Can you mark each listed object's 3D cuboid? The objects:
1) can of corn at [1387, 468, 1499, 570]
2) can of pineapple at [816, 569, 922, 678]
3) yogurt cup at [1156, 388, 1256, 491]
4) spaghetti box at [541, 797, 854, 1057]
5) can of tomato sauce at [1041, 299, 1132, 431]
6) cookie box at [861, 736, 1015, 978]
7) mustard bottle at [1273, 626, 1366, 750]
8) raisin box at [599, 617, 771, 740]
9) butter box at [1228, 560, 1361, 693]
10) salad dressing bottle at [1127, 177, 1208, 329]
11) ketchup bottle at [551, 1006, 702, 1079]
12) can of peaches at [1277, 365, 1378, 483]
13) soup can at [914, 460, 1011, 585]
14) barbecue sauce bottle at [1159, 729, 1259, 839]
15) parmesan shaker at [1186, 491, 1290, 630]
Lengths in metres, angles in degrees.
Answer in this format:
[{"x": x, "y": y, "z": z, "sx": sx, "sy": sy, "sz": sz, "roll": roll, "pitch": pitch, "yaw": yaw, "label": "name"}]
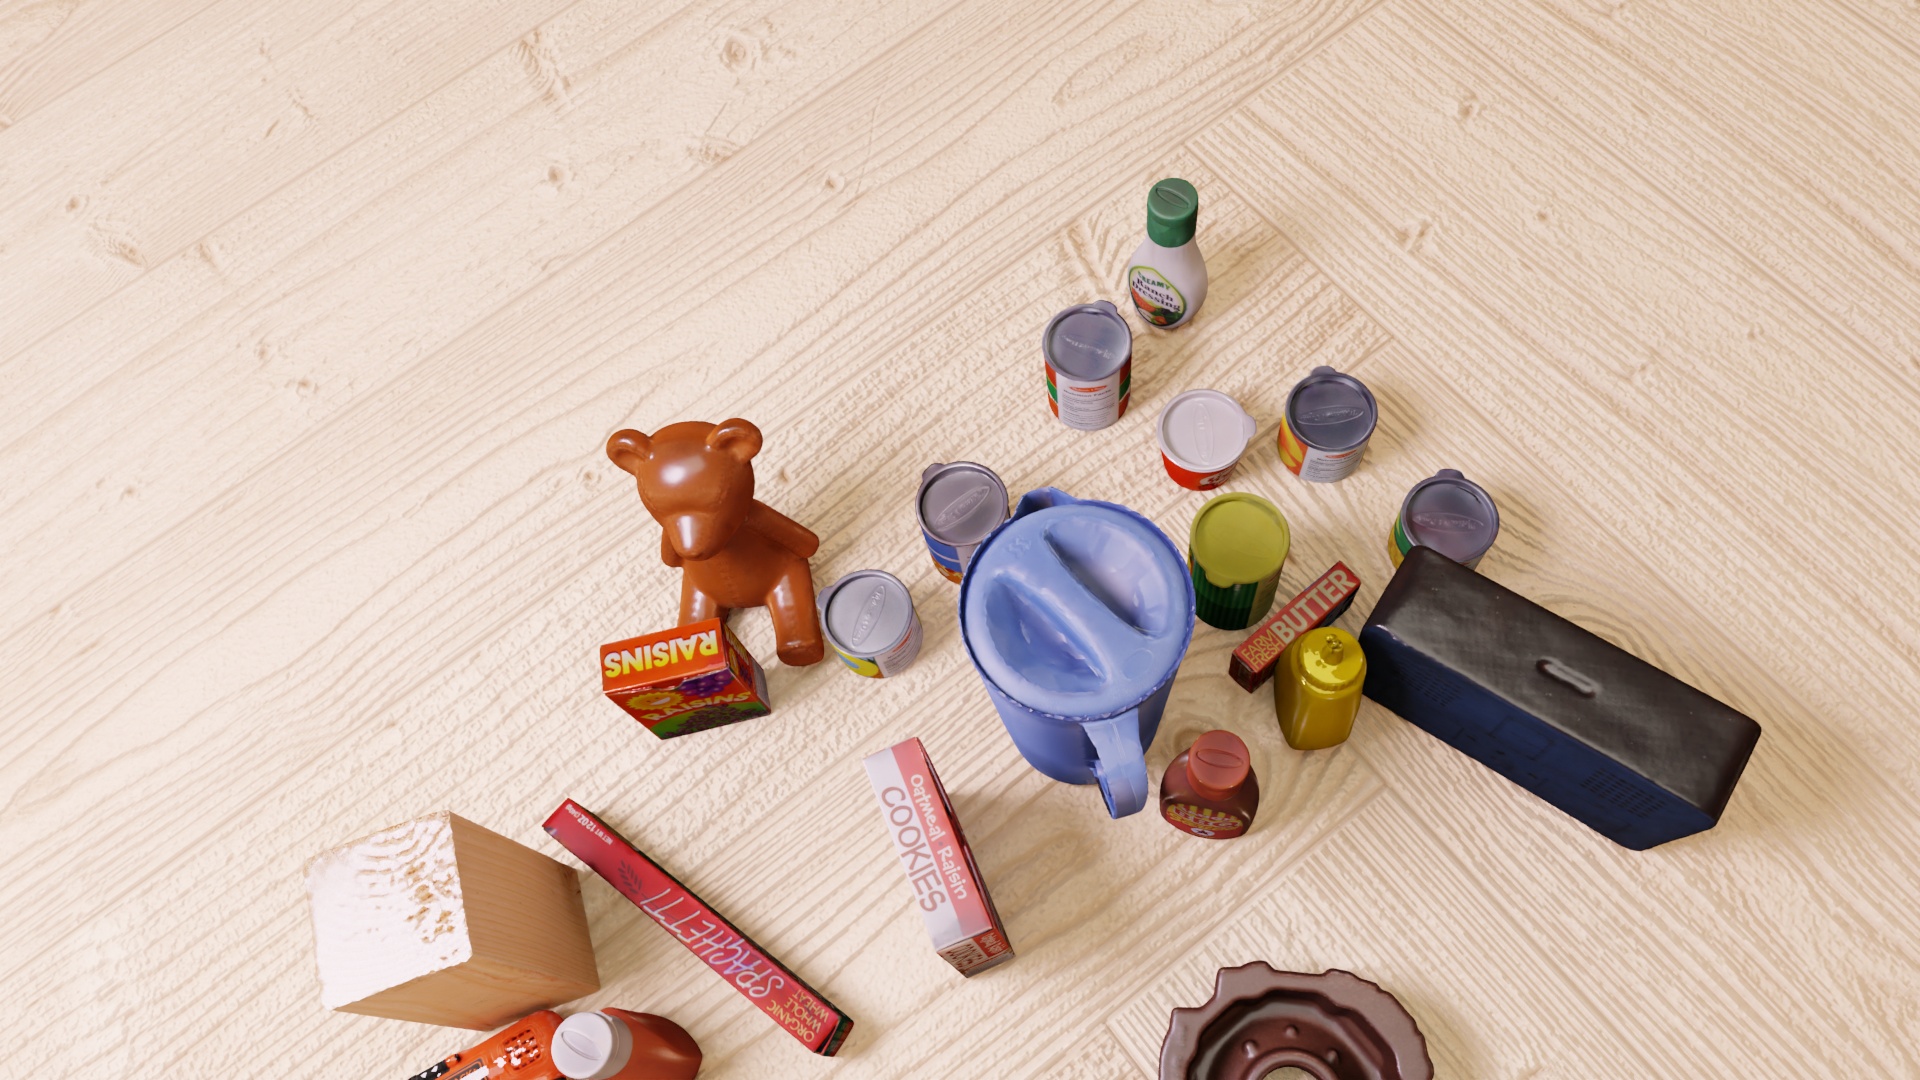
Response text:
[{"x": 0.342, "y": -0.007, "z": 0.988, "sx": 0.071, "sy": 0.058, "sz": 0.071, "roll": -2, "pitch": 67, "yaw": 5, "label": "can of corn"}, {"x": -0.064, "y": 0.060, "z": 1.004, "sx": 0.071, "sy": 0.057, "sz": 0.071, "roll": -2, "pitch": 67, "yaw": 5, "label": "can of pineapple"}, {"x": 0.180, "y": -0.072, "z": 1.035, "sx": 0.072, "sy": 0.053, "sz": 0.072, "roll": -2, "pitch": 67, "yaw": 5, "label": "yogurt cup"}, {"x": -0.177, "y": 0.259, "z": 0.936, "sx": 0.250, "sy": 0.050, "sz": 0.029, "roll": 33, "pitch": 75, "yaw": 18, "label": "spaghetti box"}, {"x": 0.097, "y": -0.132, "z": 1.054, "sx": 0.071, "sy": 0.082, "sz": 0.071, "roll": -2, "pitch": 67, "yaw": 5, "label": "can of tomato sauce"}, {"x": -0.010, "y": 0.204, "z": 0.877, "sx": 0.040, "sy": 0.167, "sz": 0.123, "roll": -23, "pitch": 67, "yaw": -3, "label": "cookie box"}, {"x": 0.235, "y": 0.091, "z": 0.903, "sx": 0.049, "sy": 0.159, "sz": 0.065, "roll": -9, "pitch": 67, "yaw": 3, "label": "mustard bottle"}, {"x": -0.189, "y": 0.099, "z": 0.965, "sx": 0.086, "sy": 0.123, "sz": 0.040, "roll": -13, "pitch": 67, "yaw": 1, "label": "raisin box"}, {"x": 0.234, "y": 0.062, "z": 0.973, "sx": 0.104, "sy": 0.053, "sz": 0.024, "roll": -39, "pitch": 69, "yaw": -10, "label": "butter box"}, {"x": 0.157, "y": -0.215, "z": 1.048, "sx": 0.064, "sy": 0.147, "sz": 0.044, "roll": 34, "pitch": 75, "yaw": 18, "label": "salad dressing bottle"}, {"x": -0.209, "y": 0.315, "z": 0.862, "sx": 0.065, "sy": 0.148, "sz": 0.043, "roll": 25, "pitch": 72, "yaw": 15, "label": "ketchup bottle"}, {"x": 0.270, "y": -0.085, "z": 1.029, "sx": 0.071, "sy": 0.058, "sz": 0.071, "roll": -2, "pitch": 67, "yaw": 5, "label": "can of peaches"}, {"x": 0.004, "y": -0.013, "z": 1.013, "sx": 0.071, "sy": 0.083, "sz": 0.071, "roll": -2, "pitch": 67, "yaw": 5, "label": "soup can"}, {"x": 0.161, "y": 0.156, "z": 0.889, "sx": 0.065, "sy": 0.148, "sz": 0.044, "roll": 11, "pitch": 69, "yaw": 11, "label": "barbecue sauce bottle"}, {"x": 0.189, "y": 0.019, "z": 0.969, "sx": 0.071, "sy": 0.102, "sz": 0.071, "roll": -2, "pitch": 67, "yaw": 5, "label": "parmesan shaker"}]
